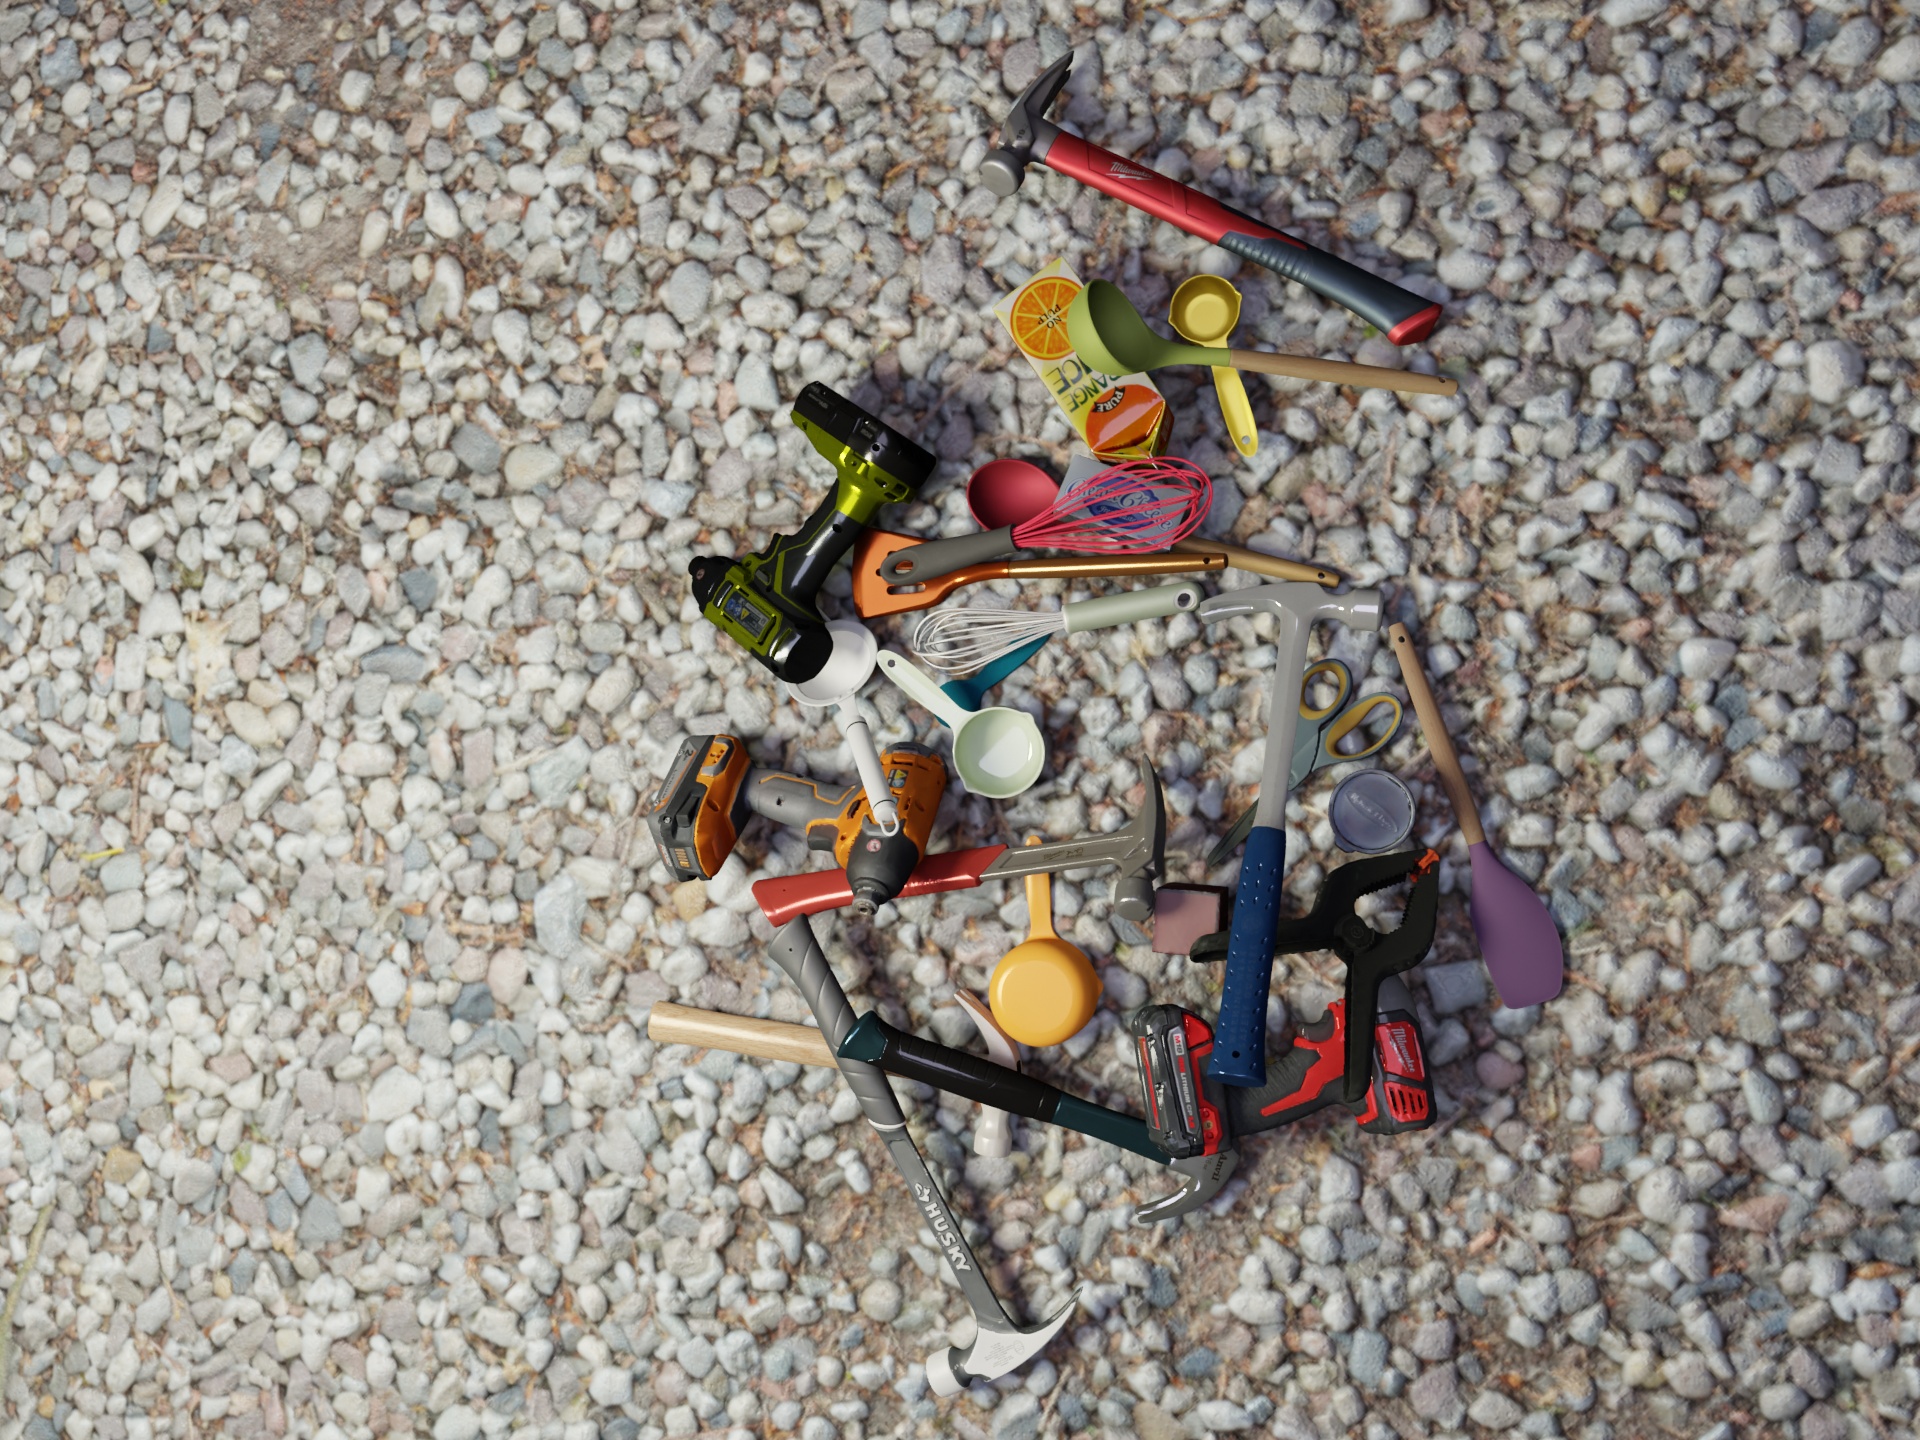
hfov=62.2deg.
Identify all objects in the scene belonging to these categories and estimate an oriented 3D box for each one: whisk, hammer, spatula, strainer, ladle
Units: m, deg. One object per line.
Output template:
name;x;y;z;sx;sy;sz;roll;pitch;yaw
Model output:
whisk;0.062;-0.150;1.273;0.296;0.073;0.073;-11;85;28
hammer;-0.047;0.345;1.306;0.149;0.036;0.409;-29;87;16
hammer;0.063;0.303;1.274;0.331;0.033;0.128;20;92;-2
hammer;0.216;-0.417;1.298;0.386;0.038;0.143;28;69;8
spatula;0.400;0.071;1.253;0.060;0.018;0.316;-21;84;11
spatula;0.060;-0.126;1.312;0.323;0.041;0.081;0;87;26
hammer;-0.007;0.117;1.319;0.359;0.036;0.149;-10;45;21
hammer;-0.110;0.278;1.357;0.331;0.031;0.130;7;90;14
hammer;0.230;0.074;1.213;0.144;0.035;0.406;6;66;16
strainer;-0.088;0.002;1.314;0.087;0.050;0.259;-28;47;6
ladle;0.157;-0.154;1.316;0.315;0.031;0.069;16;85;11
whisk;0.080;-0.082;1.317;0.246;0.059;0.057;-10;109;5
ladle;0.239;-0.289;1.245;0.320;0.062;0.078;6;60;-6

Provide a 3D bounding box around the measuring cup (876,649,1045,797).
measuring cup;-0.002;-0.004;1.326;0.167;0.038;0.083;40;97;0

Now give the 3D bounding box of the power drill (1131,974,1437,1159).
power drill;0.251;0.258;1.230;0.219;0.078;0.143;-7;80;-5

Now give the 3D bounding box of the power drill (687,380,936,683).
power drill;-0.135;-0.164;1.348;0.171;0.080;0.223;38;99;35

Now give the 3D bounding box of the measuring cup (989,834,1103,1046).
measuring cup;0.063;0.182;1.308;0.095;0.052;0.173;-5;88;13

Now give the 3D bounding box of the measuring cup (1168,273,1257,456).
measuring cup;0.216;-0.289;1.308;0.062;0.029;0.156;-17;86;12

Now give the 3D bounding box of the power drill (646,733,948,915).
power drill;-0.136;0.087;1.311;0.226;0.084;0.164;3;44;14

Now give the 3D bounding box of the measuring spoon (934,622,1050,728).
measuring spoon;0.027;-0.042;1.343;0.128;0.021;0.042;-41;79;8
